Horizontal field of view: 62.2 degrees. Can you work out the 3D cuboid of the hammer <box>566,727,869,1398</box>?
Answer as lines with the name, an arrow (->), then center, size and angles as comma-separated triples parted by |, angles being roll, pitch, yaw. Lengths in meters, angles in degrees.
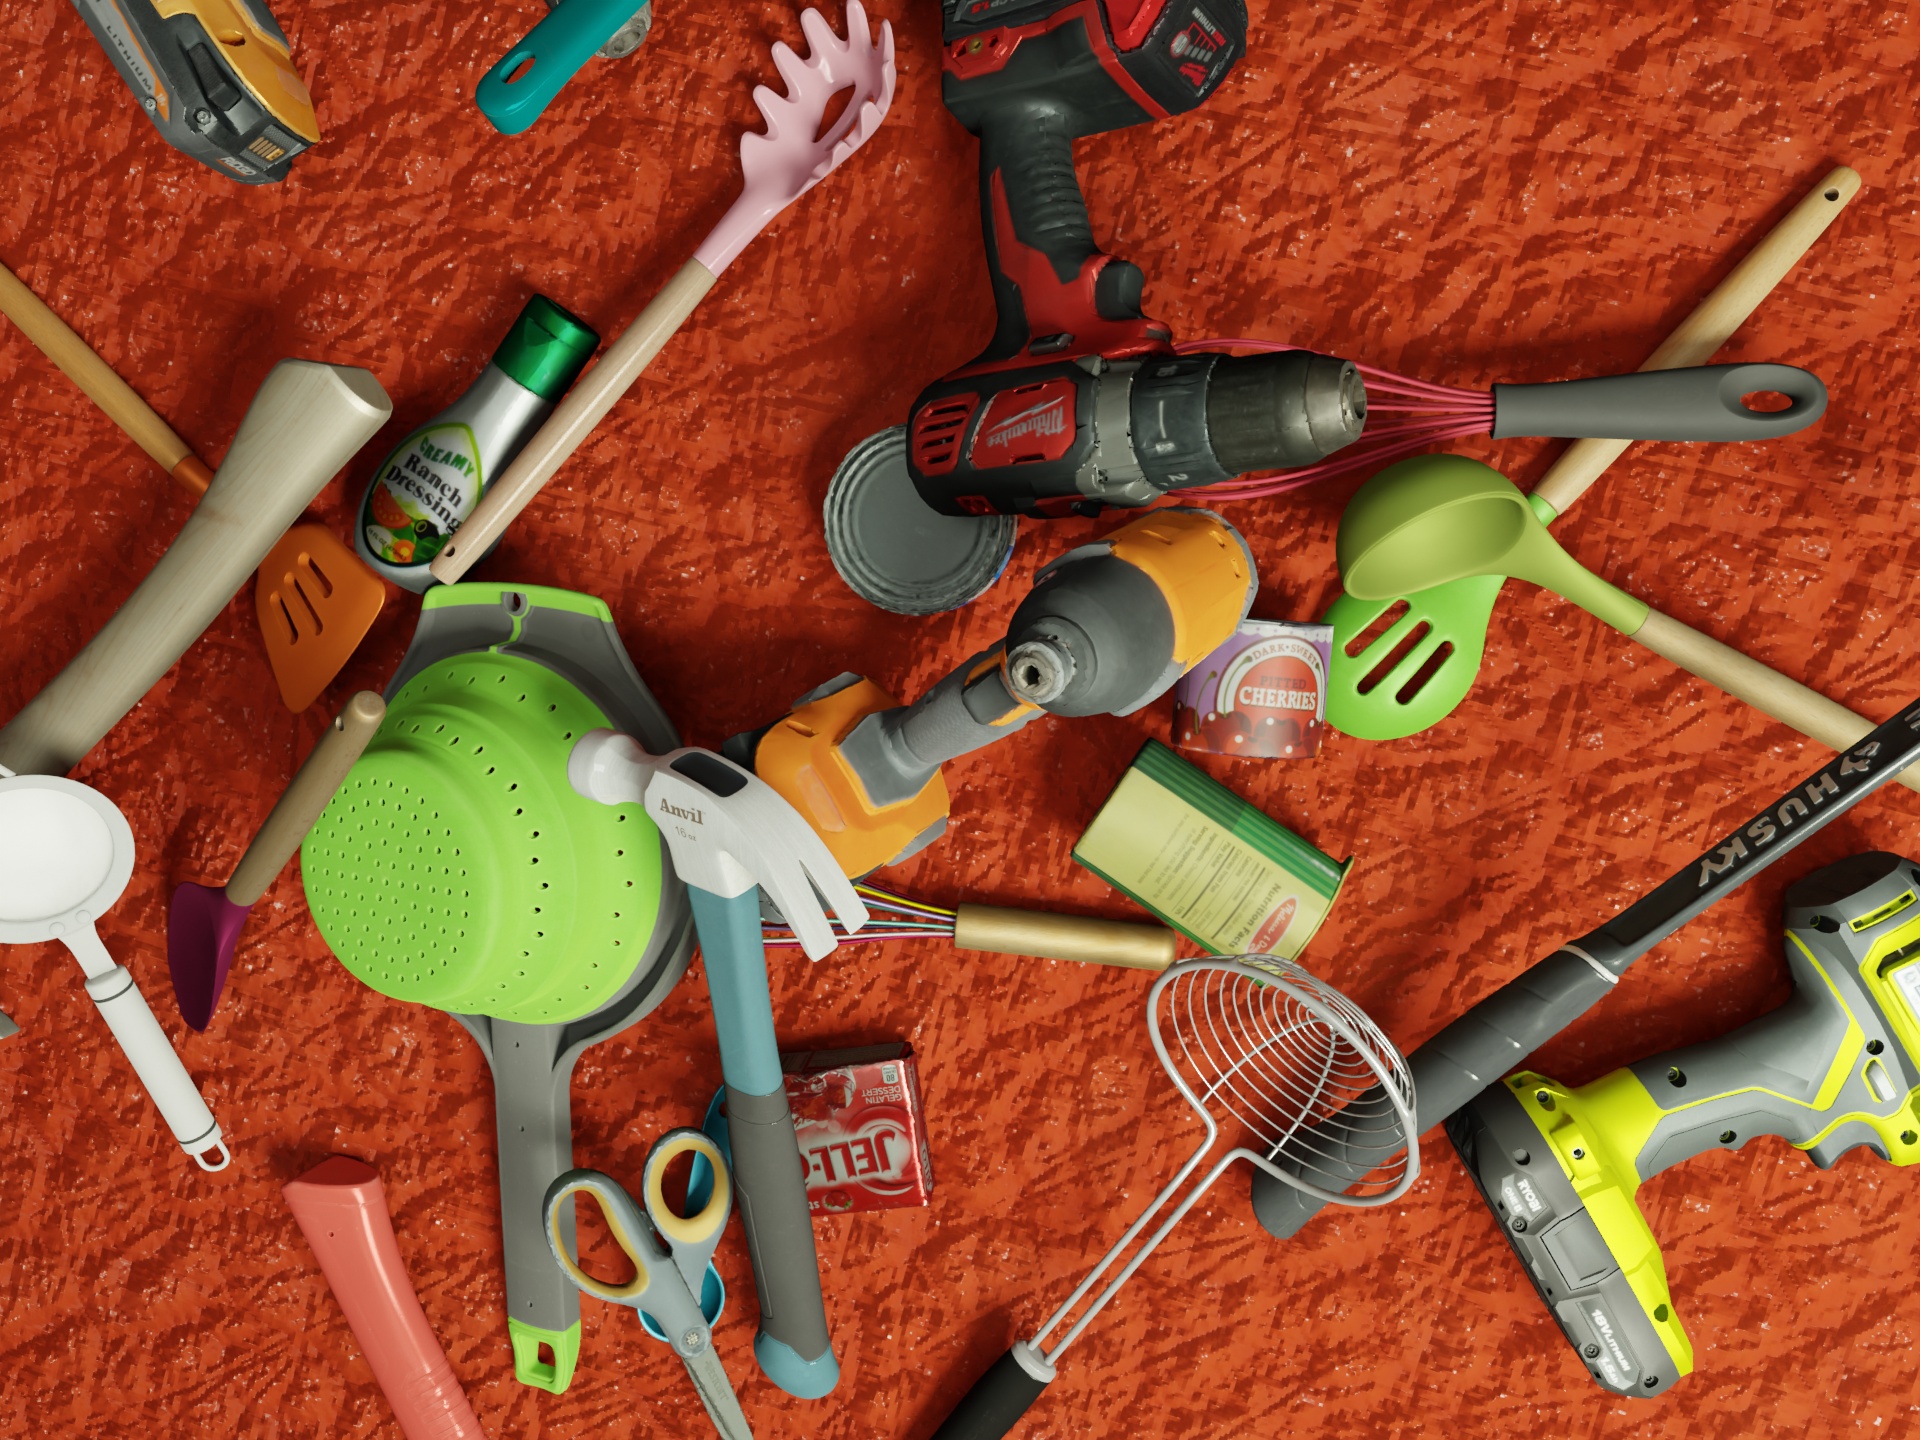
hammer -> -0.088, 0.163, 0.681 | 0.128, 0.033, 0.330 | 15, 123, 33

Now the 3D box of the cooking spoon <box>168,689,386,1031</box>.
cooking spoon -> -0.307, 0.065, 0.697 | 0.319, 0.017, 0.069 | -39, 67, 44

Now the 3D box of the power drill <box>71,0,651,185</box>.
power drill -> -0.266, -0.337, 0.720 | 0.226, 0.084, 0.185 | -34, 91, 5

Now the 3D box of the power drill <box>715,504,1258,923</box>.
power drill -> -0.001, -0.002, 0.635 | 0.226, 0.164, 0.084 | -31, 90, 31

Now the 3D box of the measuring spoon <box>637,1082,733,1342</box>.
measuring spoon -> -0.126, 0.236, 0.774 | 0.042, 0.021, 0.128 | 15, 87, -16

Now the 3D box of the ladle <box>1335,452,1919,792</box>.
ladle -> 0.300, -0.020, 0.655 | 0.320, 0.078, 0.062 | 27, 56, -6

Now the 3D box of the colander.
colander -> -0.220, 0.140, 0.719 | 0.204, 0.094, 0.397 | 5, 102, 25

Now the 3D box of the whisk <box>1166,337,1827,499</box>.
whisk -> 0.203, -0.130, 0.667 | 0.296, 0.073, 0.073 | 0, 94, 11

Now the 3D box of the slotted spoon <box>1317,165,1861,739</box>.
slotted spoon -> 0.268, -0.114, 0.686 | 0.070, 0.031, 0.314 | 43, 97, 7

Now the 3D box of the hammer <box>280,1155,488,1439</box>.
hammer -> -0.247, 0.386, 0.787 | 0.149, 0.036, 0.359 | -28, 89, 15

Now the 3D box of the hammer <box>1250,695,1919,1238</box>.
hammer -> 0.266, 0.090, 0.629 | 0.036, 0.149, 0.409 | 36, 117, -16

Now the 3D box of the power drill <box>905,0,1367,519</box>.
power drill -> 0.069, -0.194, 0.636 | 0.188, 0.080, 0.227 | -1, 83, 33

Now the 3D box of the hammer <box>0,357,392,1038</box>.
hammer -> -0.403, -0.010, 0.756 | 0.410, 0.038, 0.146 | -41, 89, 17

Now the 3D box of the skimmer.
skimmer -> 0.057, 0.248, 0.688 | 0.127, 0.090, 0.363 | 41, 107, 15

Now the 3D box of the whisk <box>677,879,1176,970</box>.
whisk -> -0.023, 0.089, 0.734 | 0.245, 0.051, 0.047 | 6, 89, 4

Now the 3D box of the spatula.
spatula -> -0.398, -0.140, 0.770 | 0.322, 0.041, 0.081 | 43, 106, 4

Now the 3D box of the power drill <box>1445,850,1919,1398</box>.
power drill -> 0.340, 0.181, 0.673 | 0.223, 0.080, 0.171 | -30, 90, 6

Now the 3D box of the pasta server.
pasta server -> -0.136, -0.186, 0.713 | 0.060, 0.040, 0.316 | 41, 91, 22

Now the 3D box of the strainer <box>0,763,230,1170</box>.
strainer -> -0.410, 0.118, 0.756 | 0.087, 0.050, 0.258 | -25, 118, -19

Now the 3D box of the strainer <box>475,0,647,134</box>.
strainer -> -0.054, -0.342, 0.655 | 0.340, 0.095, 0.211 | -46, 64, -3
